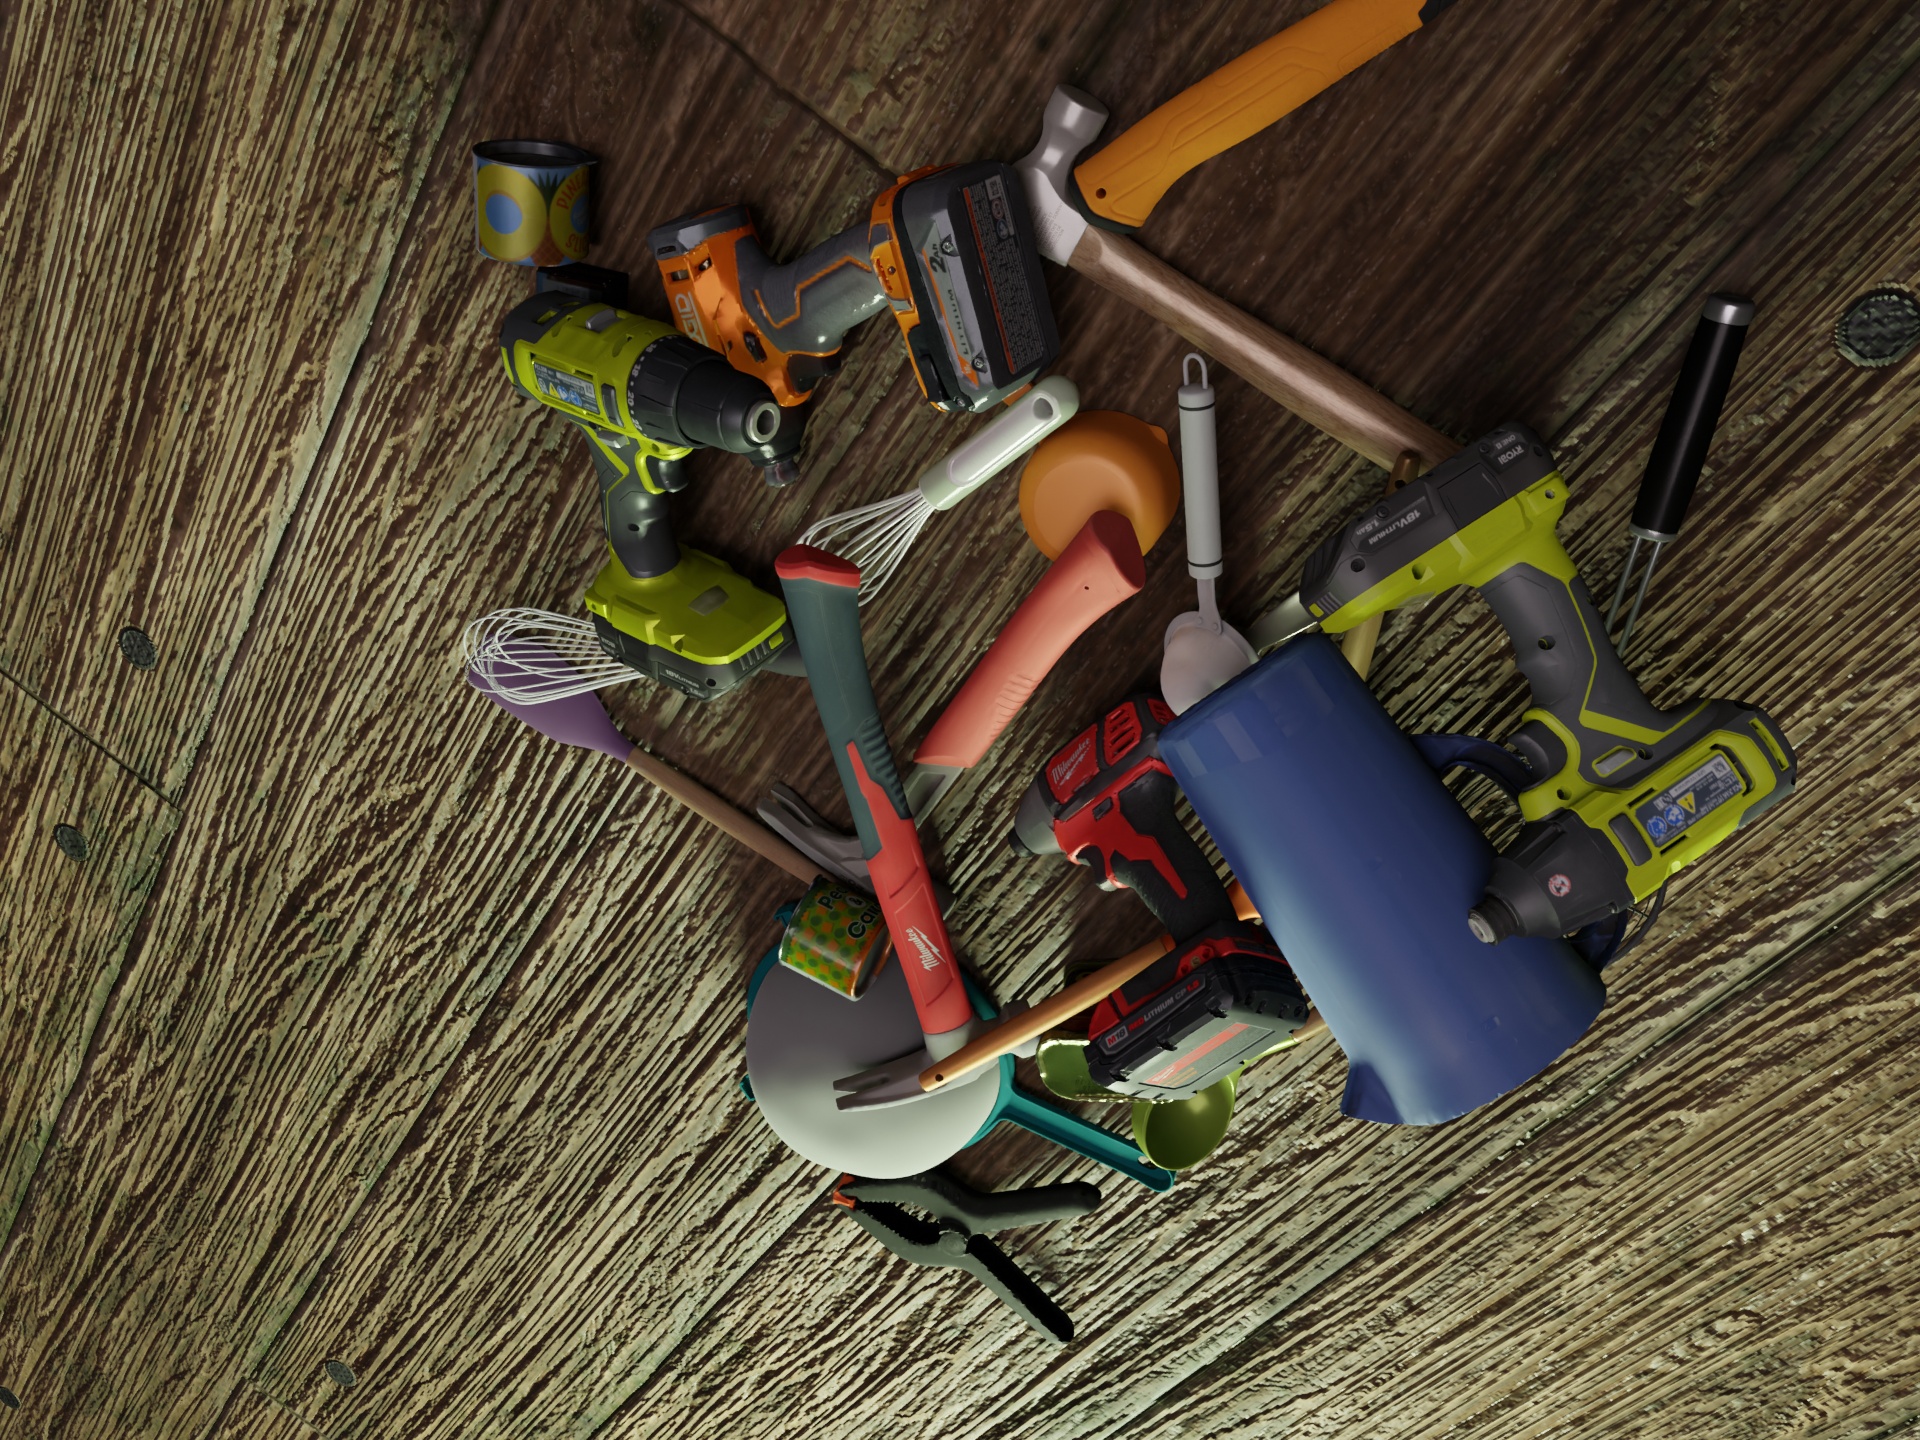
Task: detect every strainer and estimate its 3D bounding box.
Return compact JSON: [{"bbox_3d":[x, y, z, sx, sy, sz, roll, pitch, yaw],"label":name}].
[{"bbox_3d":[0.135,-0.079,0.888,0.087,0.050,0.258,26,134,46],"label":"strainer"},{"bbox_3d":[-0.016,0.280,1.130,0.340,0.095,0.210,22,122,11],"label":"strainer"}]

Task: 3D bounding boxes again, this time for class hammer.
[{"bbox_3d":[0.159,-0.192,0.848,0.331,0.031,0.130,33,123,2],"label":"hammer"},{"bbox_3d":[-0.002,-0.003,0.975,0.149,0.037,0.359,36,134,-1],"label":"hammer"},{"bbox_3d":[-0.059,0.076,0.981,0.143,0.038,0.386,-18,117,-4],"label":"hammer"},{"bbox_3d":[0.193,-0.336,0.735,0.337,0.034,0.127,-27,105,24],"label":"hammer"}]

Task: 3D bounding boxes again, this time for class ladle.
[{"bbox_3d":[0.237,0.198,1.013,0.078,0.062,0.320,30,126,-35],"label":"ladle"},{"bbox_3d":[0.217,-0.010,0.910,0.069,0.031,0.315,18,127,16],"label":"ladle"}]

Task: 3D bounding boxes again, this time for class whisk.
[{"bbox_3d":[-0.202,-0.042,1.057,0.284,0.070,0.070,0,117,15],"label":"whisk"},{"bbox_3d":[-0.020,-0.128,0.914,0.246,0.059,0.058,-31,98,42],"label":"whisk"}]

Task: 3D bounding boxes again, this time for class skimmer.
[{"bbox_3d":[0.342,-0.033,0.826,0.127,0.090,0.363,16,121,15],"label":"skimmer"}]

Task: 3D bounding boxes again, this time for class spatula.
[{"bbox_3d":[-0.210,0.036,1.121,0.316,0.018,0.059,34,111,2],"label":"spatula"},{"bbox_3d":[0.108,0.156,0.989,0.322,0.041,0.081,-32,99,14],"label":"spatula"}]

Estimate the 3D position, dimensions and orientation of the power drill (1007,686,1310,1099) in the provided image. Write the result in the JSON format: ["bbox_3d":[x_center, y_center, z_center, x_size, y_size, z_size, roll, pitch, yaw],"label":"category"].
[{"bbox_3d":[0.103,0.102,0.934,0.078,0.220,0.143,20,131,-41],"label":"power drill"}]

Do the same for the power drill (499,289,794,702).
[{"bbox_3d":[-0.168,-0.128,0.931,0.191,0.080,0.228,24,139,32],"label":"power drill"}]

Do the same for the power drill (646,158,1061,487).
[{"bbox_3d":[-0.062,-0.213,0.878,0.226,0.084,0.164,2,119,37],"label":"power drill"}]

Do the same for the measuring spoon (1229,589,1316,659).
[{"bbox_3d":[0.186,-0.059,0.898,0.034,0.018,0.124,53,141,-1],"label":"measuring spoon"}]

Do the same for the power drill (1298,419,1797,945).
[{"bbox_3d":[0.272,-0.015,0.770,0.171,0.080,0.223,-32,84,-8],"label":"power drill"}]

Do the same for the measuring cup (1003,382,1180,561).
[{"bbox_3d":[0.047,-0.156,0.897,0.173,0.052,0.095,44,123,-8],"label":"measuring cup"}]
